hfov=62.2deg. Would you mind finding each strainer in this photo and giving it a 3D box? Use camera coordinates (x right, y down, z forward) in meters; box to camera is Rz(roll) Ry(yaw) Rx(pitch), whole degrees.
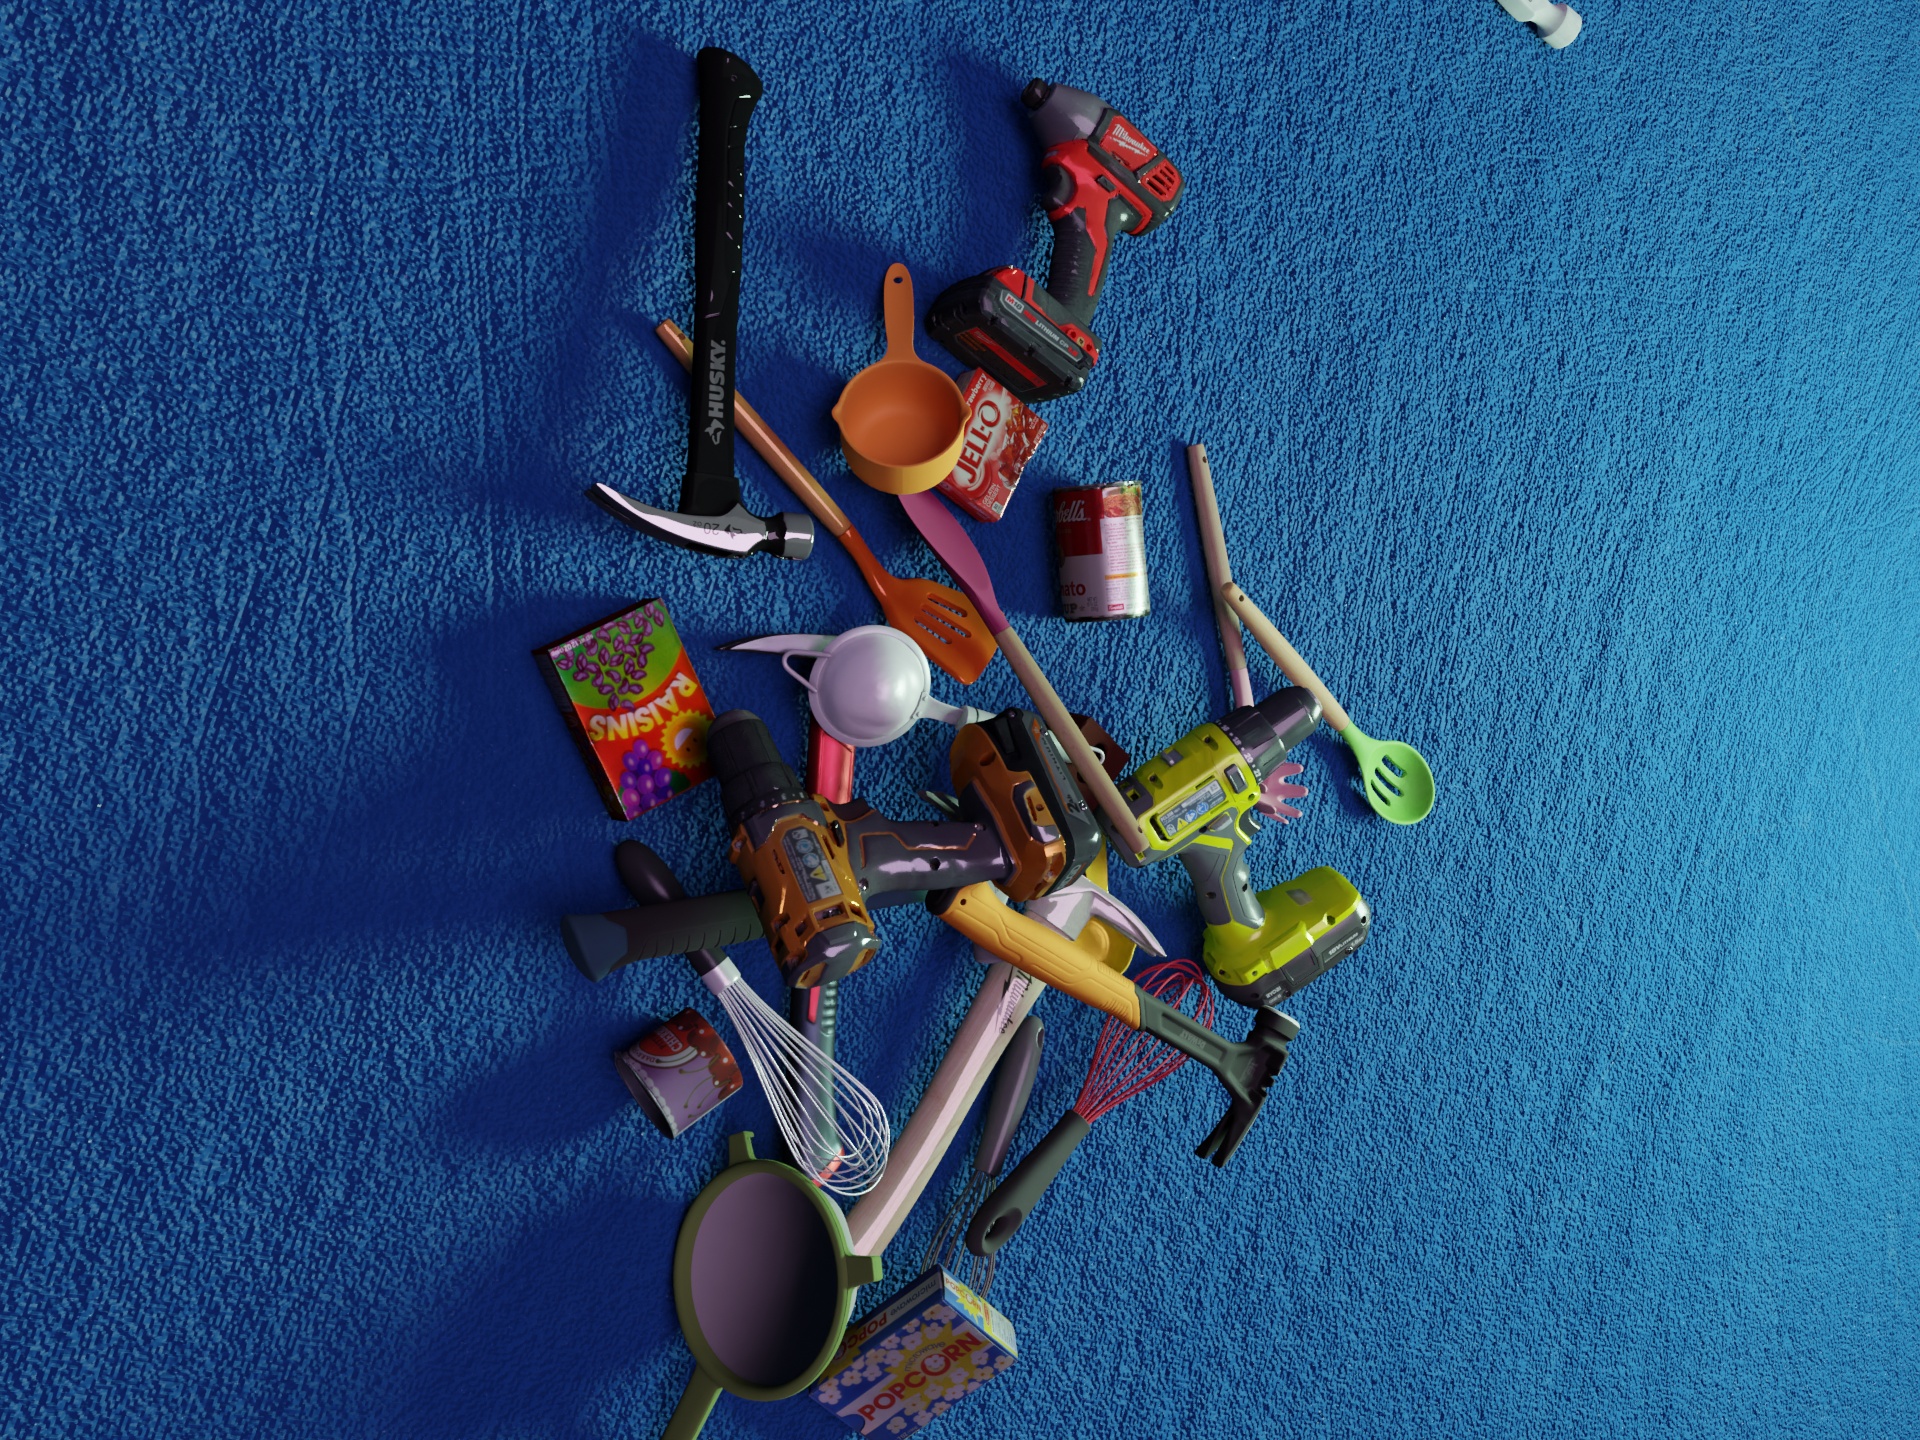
[{"bbox_3d":[-0.140,0.418,1.073,0.069,0.152,0.256,16,103,-54],"label":"strainer"},{"bbox_3d":[-0.002,-0.004,1.111,0.258,0.050,0.087,16,102,-29],"label":"strainer"}]

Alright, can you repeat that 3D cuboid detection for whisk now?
[{"bbox_3d":[-0.141,0.196,1.055,0.070,0.070,0.284,-38,93,-24],"label":"whisk"},{"bbox_3d":[0.101,0.290,1.205,0.296,0.073,0.073,-44,113,-30],"label":"whisk"},{"bbox_3d":[0.022,0.337,1.191,0.055,0.055,0.239,26,75,-29],"label":"whisk"}]

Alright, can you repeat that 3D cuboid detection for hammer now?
[{"bbox_3d":[-0.009,0.292,1.156,0.146,0.038,0.411,34,77,-6],"label":"hammer"},{"bbox_3d":[0.557,-0.832,1.454,0.144,0.035,0.405,21,82,-30],"label":"hammer"},{"bbox_3d":[-0.112,0.133,1.105,0.143,0.038,0.386,4,90,-29],"label":"hammer"},{"bbox_3d":[0.105,0.204,1.149,0.336,0.034,0.127,34,80,-27],"label":"hammer"},{"bbox_3d":[-0.103,0.123,1.053,0.331,0.033,0.128,-7,93,-35],"label":"hammer"},{"bbox_3d":[-0.165,-0.275,1.038,0.146,0.035,0.335,4,84,-26],"label":"hammer"}]

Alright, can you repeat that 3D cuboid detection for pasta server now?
[{"bbox_3d":[0.227,-0.070,1.295,0.060,0.040,0.316,-21,102,-45],"label":"pasta server"}]

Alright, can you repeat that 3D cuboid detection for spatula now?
[{"bbox_3d":[-0.091,-0.153,1.102,0.322,0.041,0.081,48,46,-22],"label":"spatula"}]

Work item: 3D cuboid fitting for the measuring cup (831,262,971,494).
[{"bbox_3d":[-0.042,-0.239,1.123,0.095,0.052,0.174,-1,66,-2],"label":"measuring cup"}]

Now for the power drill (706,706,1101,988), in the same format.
[{"bbox_3d":[-0.044,0.057,1.031,0.226,0.084,0.185,-15,65,-27],"label":"power drill"}]

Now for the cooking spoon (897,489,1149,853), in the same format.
[{"bbox_3d":[0.043,-0.041,1.134,0.319,0.017,0.069,57,25,2],"label":"cooking spoon"}]

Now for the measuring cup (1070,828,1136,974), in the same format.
[{"bbox_3d":[0.100,0.126,1.242,0.062,0.029,0.156,0,80,-23],"label":"measuring cup"}]

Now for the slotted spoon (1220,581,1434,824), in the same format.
[{"bbox_3d":[0.307,-0.014,1.334,0.313,0.031,0.070,43,70,-31],"label":"slotted spoon"}]

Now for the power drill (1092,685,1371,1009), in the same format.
[{"bbox_3d":[0.230,0.097,1.246,0.190,0.080,0.228,-34,117,-3],"label":"power drill"}]

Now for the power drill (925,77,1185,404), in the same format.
[{"bbox_3d":[0.070,-0.357,1.169,0.143,0.078,0.220,33,73,-27],"label":"power drill"}]
